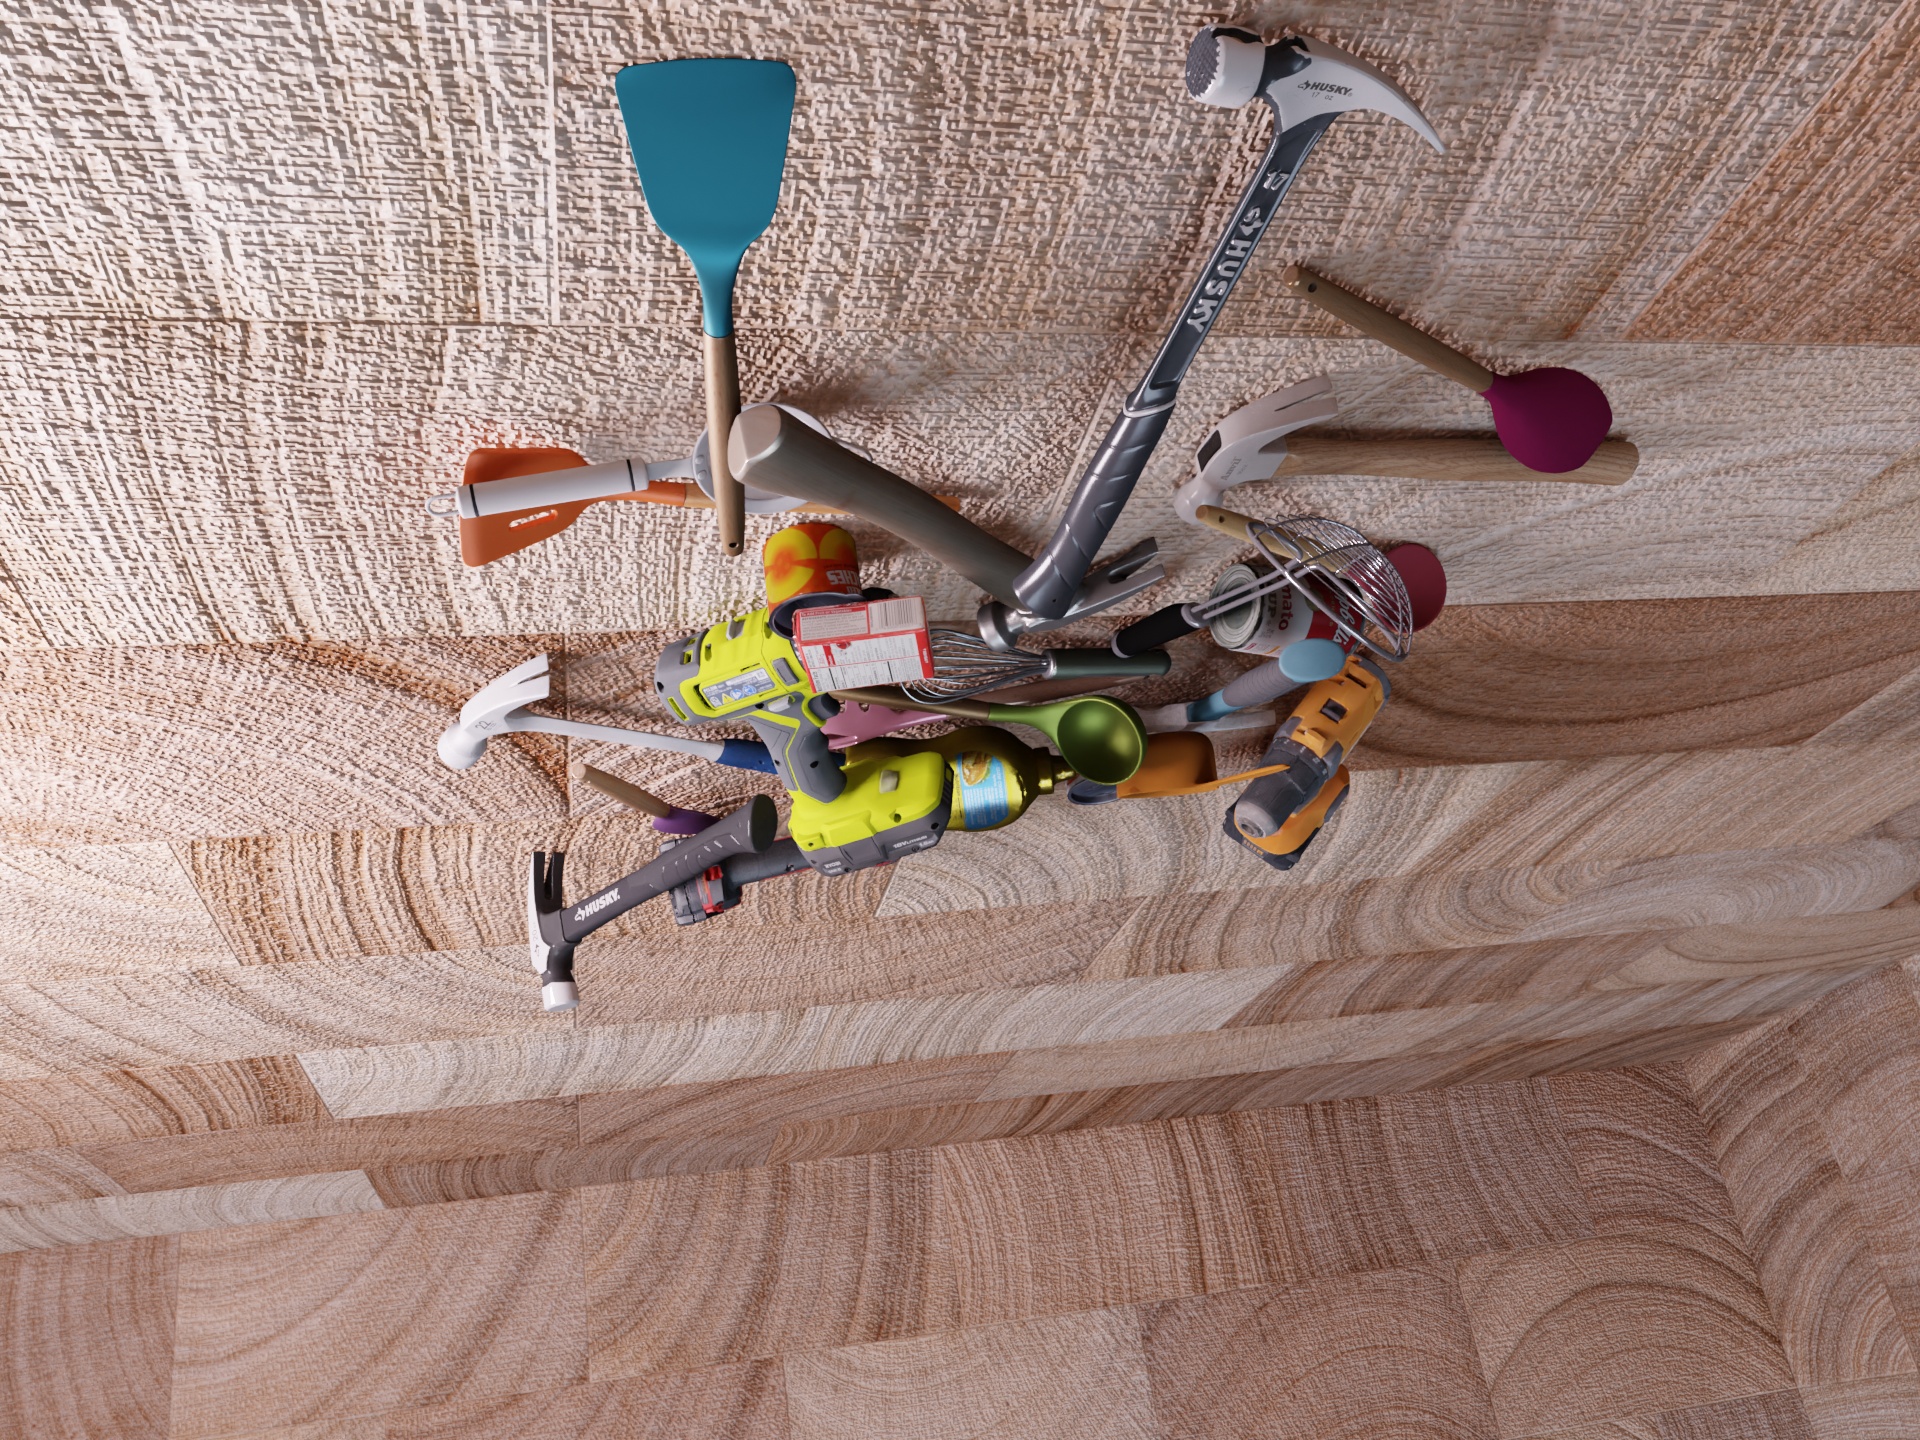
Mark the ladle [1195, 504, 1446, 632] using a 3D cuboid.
[{"bbox_3d":[0.263,-0.117,1.147,0.031,0.069,0.315,15,-176,44],"label":"ladle"}]

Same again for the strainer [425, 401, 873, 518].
[{"bbox_3d":[-0.182,-0.149,0.936,0.258,0.050,0.086,-11,141,-12],"label":"strainer"}]

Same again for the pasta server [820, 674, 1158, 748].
[{"bbox_3d":[0.012,-0.020,1.321,0.316,0.040,0.060,-11,155,-6],"label":"pasta server"}]

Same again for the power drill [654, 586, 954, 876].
[{"bbox_3d":[-0.094,0.004,1.200,0.190,0.080,0.228,-18,128,18],"label":"power drill"}]

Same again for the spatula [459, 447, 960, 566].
[{"bbox_3d":[-0.149,-0.136,1.003,0.322,0.041,0.081,-1,128,-22],"label":"spatula"}]

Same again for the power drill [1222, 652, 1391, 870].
[{"bbox_3d":[0.296,0.058,1.424,0.185,0.084,0.226,-50,164,-20],"label":"power drill"}]

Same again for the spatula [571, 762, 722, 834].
[{"bbox_3d":[-0.267,0.073,1.363,0.060,0.018,0.315,-11,166,6],"label":"spatula"}]

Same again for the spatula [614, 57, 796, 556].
[{"bbox_3d":[-0.126,-0.197,0.843,0.082,0.044,0.317,-6,148,-10],"label":"spatula"}]

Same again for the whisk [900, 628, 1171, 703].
[{"bbox_3d":[0.062,-0.044,1.265,0.246,0.059,0.058,-2,-168,-26],"label":"whisk"}]

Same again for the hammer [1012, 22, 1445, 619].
[{"bbox_3d":[0.121,-0.198,0.910,0.149,0.036,0.408,0,144,-23],"label":"hammer"}]

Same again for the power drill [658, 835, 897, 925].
[{"bbox_3d":[-0.155,0.124,1.466,0.219,0.078,0.143,-14,176,1],"label":"power drill"}]

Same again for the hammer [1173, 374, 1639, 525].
[{"bbox_3d":[0.320,-0.181,1.089,0.331,0.031,0.130,-2,154,-17],"label":"hammer"}]

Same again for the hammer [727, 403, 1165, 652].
[{"bbox_3d":[-0.004,-0.124,1.016,0.146,0.038,0.410,-23,161,23],"label":"hammer"}]

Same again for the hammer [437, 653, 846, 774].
[{"bbox_3d":[-0.208,0.022,1.314,0.405,0.035,0.144,11,148,-36],"label":"hammer"}]

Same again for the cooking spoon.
[{"bbox_3d":[0.314,-0.221,1.000,0.318,0.017,0.068,15,115,-35],"label":"cooking spoon"}]

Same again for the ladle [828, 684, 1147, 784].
[{"bbox_3d":[-0.002,-0.004,1.274,0.320,0.062,0.078,9,125,-15],"label":"ladle"}]

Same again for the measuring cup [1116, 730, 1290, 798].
[{"bbox_3d":[0.203,0.030,1.336,0.095,0.052,0.173,1,169,-41],"label":"measuring cup"}]

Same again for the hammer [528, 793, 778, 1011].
[{"bbox_3d":[-0.276,0.137,1.393,0.335,0.146,0.035,-29,156,36],"label":"hammer"}]

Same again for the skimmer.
[{"bbox_3d":[0.181,-0.064,1.104,0.127,0.090,0.363,35,161,-13],"label":"skimmer"}]

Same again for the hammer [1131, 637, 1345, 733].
[{"bbox_3d":[0.225,-0.022,1.267,0.128,0.033,0.331,-5,173,-9],"label":"hammer"}]
